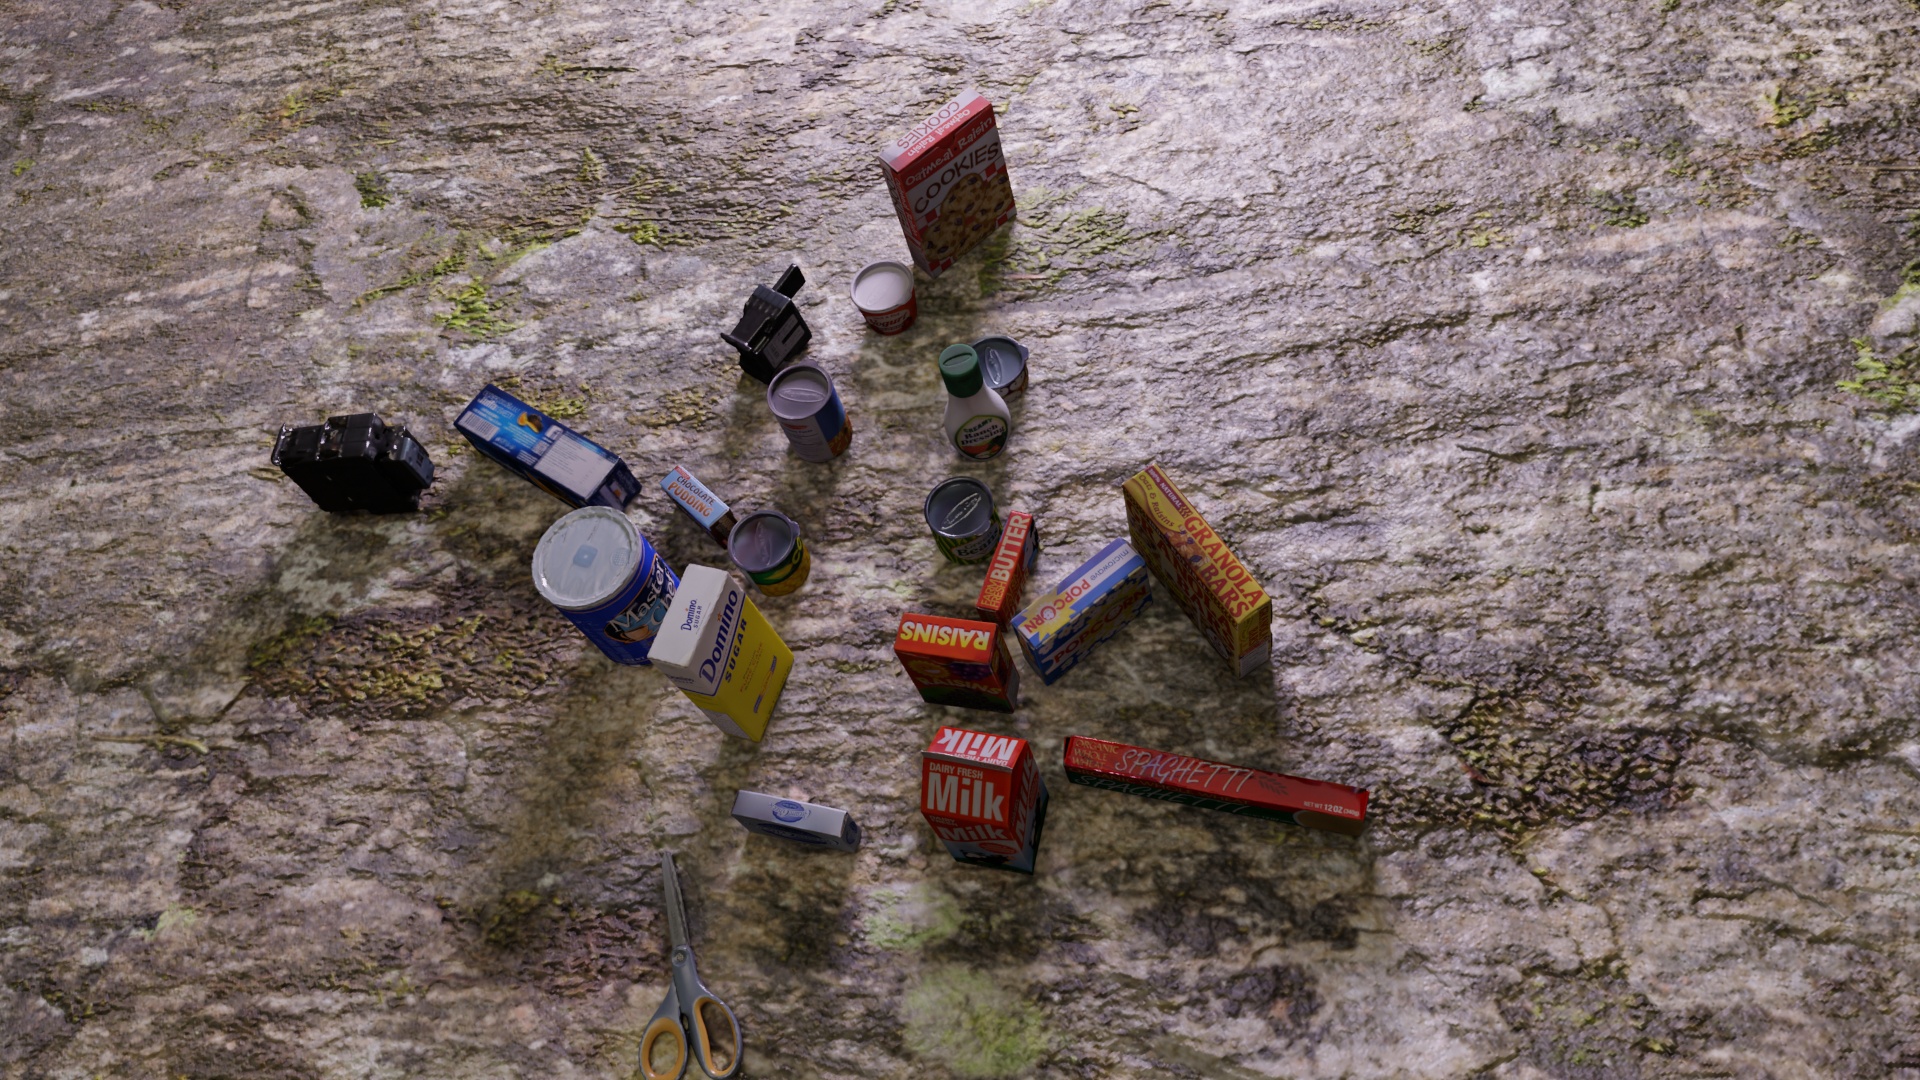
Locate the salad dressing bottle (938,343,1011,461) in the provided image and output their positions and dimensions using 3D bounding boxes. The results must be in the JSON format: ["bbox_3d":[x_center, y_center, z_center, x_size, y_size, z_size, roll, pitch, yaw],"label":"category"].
[{"bbox_3d":[0.010,-0.130,1.318,0.064,0.147,0.044,-19,60,2],"label":"salad dressing bottle"}]

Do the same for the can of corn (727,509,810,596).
[{"bbox_3d":[-0.180,0.012,1.333,0.071,0.058,0.071,-5,61,9],"label":"can of corn"}]

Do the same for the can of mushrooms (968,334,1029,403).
[{"bbox_3d":[0.037,-0.172,1.401,0.071,0.033,0.071,-5,61,9],"label":"can of mushrooms"}]

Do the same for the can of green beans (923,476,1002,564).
[{"bbox_3d":[0.003,-0.018,1.311,0.071,0.057,0.071,-5,61,9],"label":"can of green beans"}]

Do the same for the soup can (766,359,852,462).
[{"bbox_3d":[-0.148,-0.129,1.387,0.071,0.083,0.071,-5,62,9],"label":"soup can"}]

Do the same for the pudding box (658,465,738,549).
[{"bbox_3d":[-0.256,-0.033,1.378,0.084,0.049,0.030,39,76,27],"label":"pudding box"}]

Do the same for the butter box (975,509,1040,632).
[{"bbox_3d":[0.045,0.029,1.279,0.024,0.053,0.104,13,66,18],"label":"butter box"}]

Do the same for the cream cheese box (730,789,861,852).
[{"bbox_3d":[-0.141,0.243,1.203,0.104,0.053,0.024,8,65,16],"label":"cream cheese box"}]

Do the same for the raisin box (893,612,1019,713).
[{"bbox_3d":[-0.001,0.108,1.206,0.086,0.123,0.040,7,64,15],"label":"raisin box"}]

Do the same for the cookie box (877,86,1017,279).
[{"bbox_3d":[-0.009,-0.367,1.439,0.123,0.166,0.040,-40,62,-10],"label":"cookie box"}]

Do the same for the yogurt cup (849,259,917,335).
[{"bbox_3d":[-0.077,-0.252,1.456,0.072,0.053,0.073,-5,61,9],"label":"yogurt cup"}]

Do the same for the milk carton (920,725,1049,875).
[{"bbox_3d":[0.020,0.204,1.111,0.072,0.189,0.074,7,64,15],"label":"milk carton"}]

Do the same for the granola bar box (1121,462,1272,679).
[{"bbox_3d":[0.206,0.027,1.206,0.039,0.123,0.166,-33,61,-6],"label":"granola bar box"}]

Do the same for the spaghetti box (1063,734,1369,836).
[{"bbox_3d":[0.208,0.203,1.153,0.250,0.050,0.029,8,65,16],"label":"spaghetti box"}]

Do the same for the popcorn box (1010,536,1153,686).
[{"bbox_3d":[0.109,0.063,1.229,0.127,0.085,0.038,-37,61,-9],"label":"popcorn box"}]
